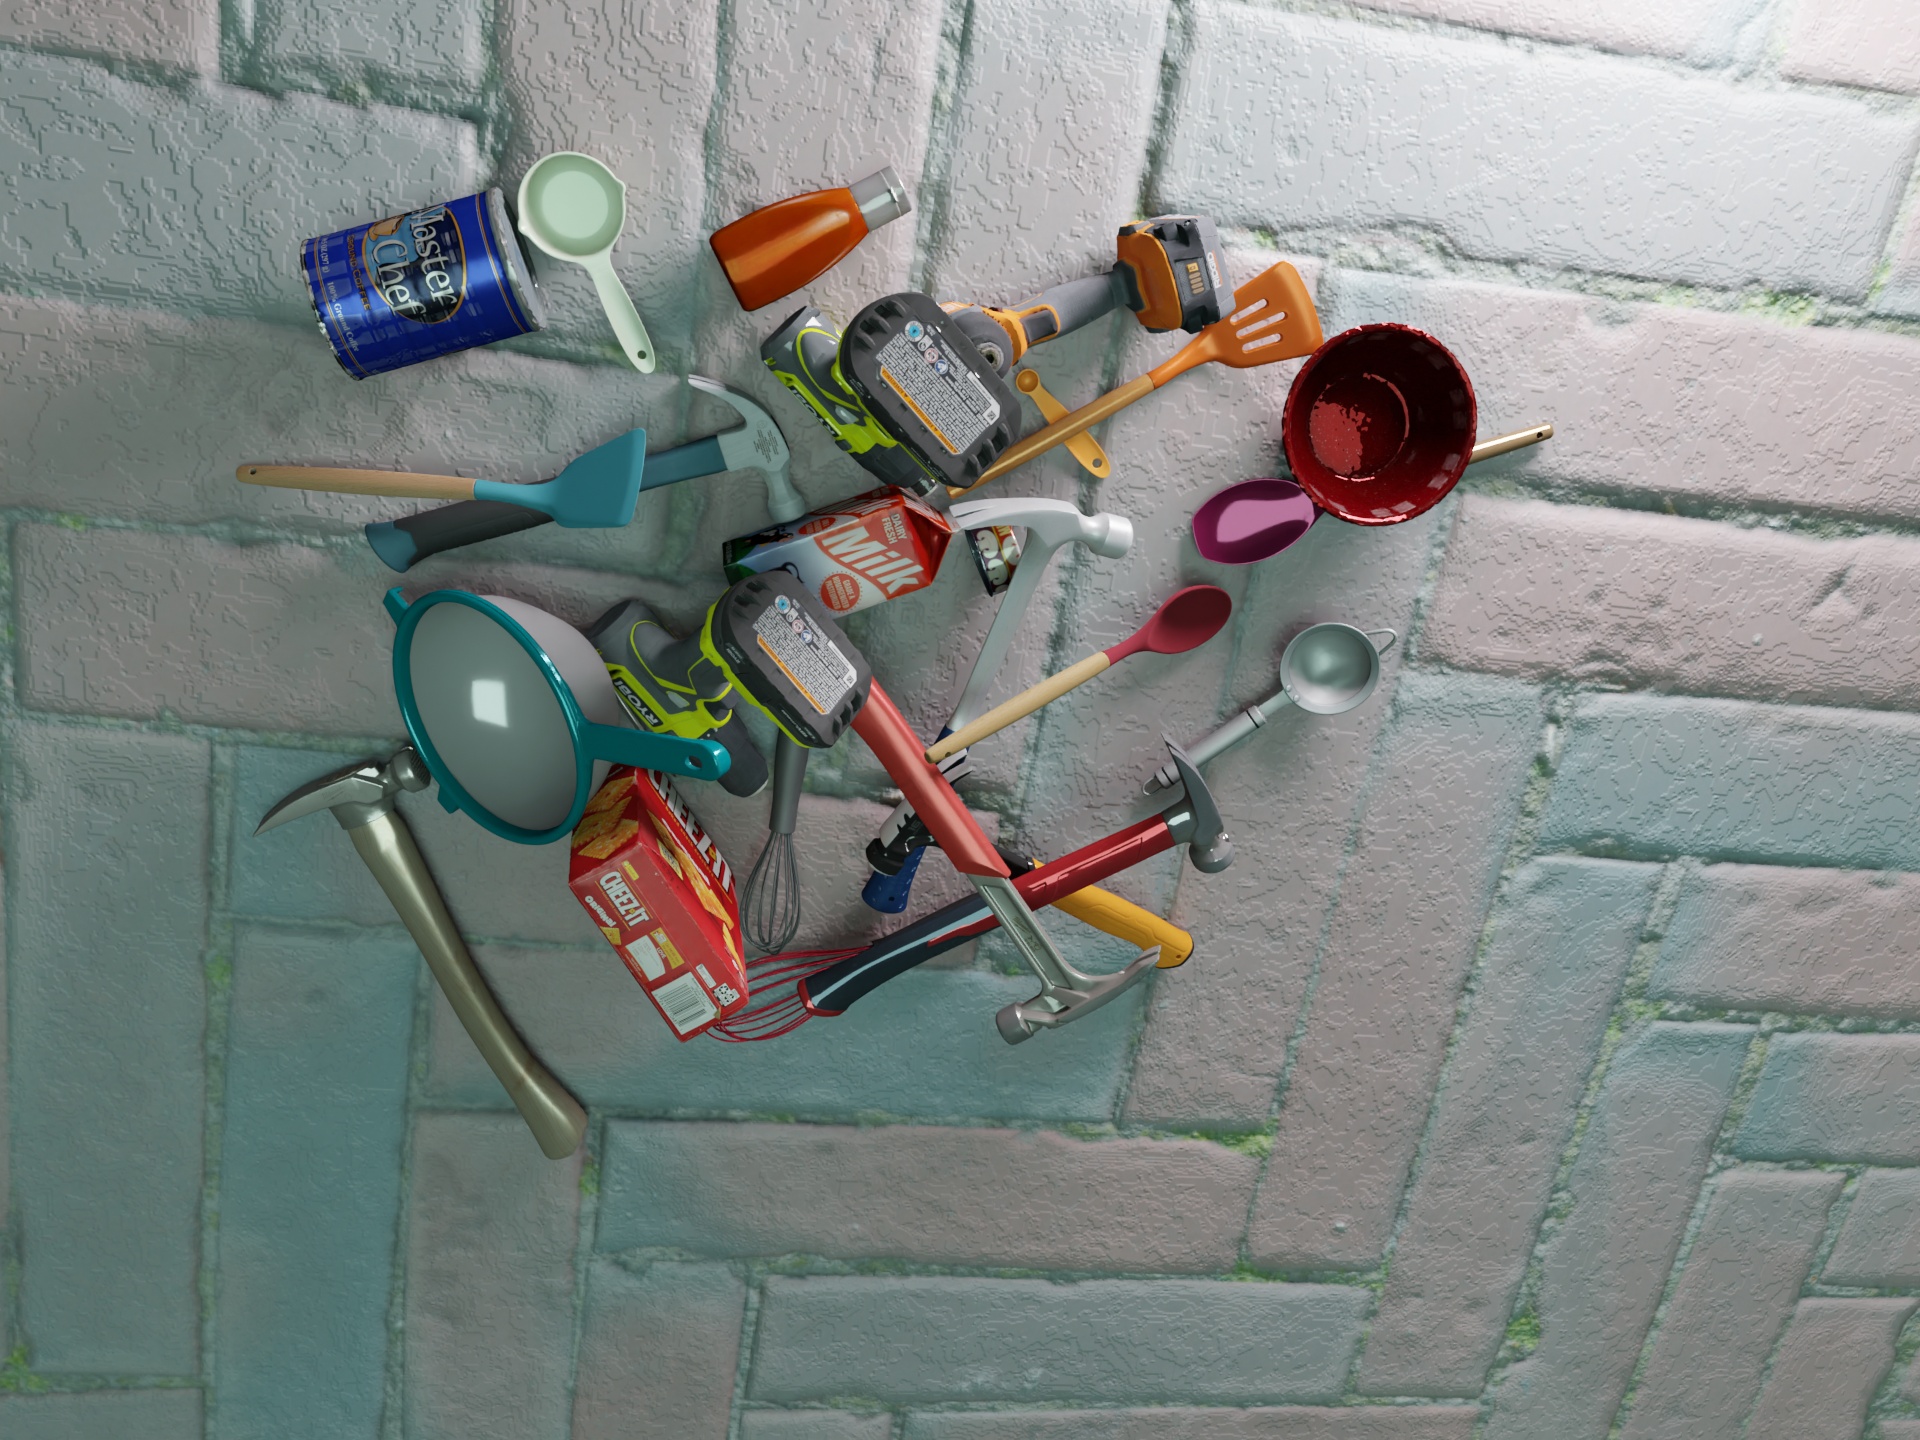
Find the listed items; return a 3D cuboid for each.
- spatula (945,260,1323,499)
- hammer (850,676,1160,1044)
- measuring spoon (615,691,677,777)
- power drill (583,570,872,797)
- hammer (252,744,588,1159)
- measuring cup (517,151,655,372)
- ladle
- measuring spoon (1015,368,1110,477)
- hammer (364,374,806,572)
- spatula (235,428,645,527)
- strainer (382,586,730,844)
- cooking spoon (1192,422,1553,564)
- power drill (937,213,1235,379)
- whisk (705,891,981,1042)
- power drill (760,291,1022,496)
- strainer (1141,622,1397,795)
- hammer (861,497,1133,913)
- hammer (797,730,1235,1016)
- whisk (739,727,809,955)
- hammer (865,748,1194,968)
[{"bbox_3d":[0.133,-0.258,1.268,0.322,0.041,0.081,-29,113,-1],"label":"spatula"},{"bbox_3d":[0.006,0.087,1.271,0.149,0.037,0.359,-32,98,17],"label":"hammer"},{"bbox_3d":[-0.266,-0.006,1.319,0.018,0.034,0.124,-39,109,-18],"label":"measuring spoon"},{"bbox_3d":[-0.175,-0.022,1.239,0.190,0.228,0.080,51,55,-22],"label":"power drill"},{"bbox_3d":[-0.443,0.222,1.373,0.146,0.038,0.410,-22,113,1],"label":"hammer"},{"bbox_3d":[-0.267,-0.339,1.182,0.083,0.038,0.167,-23,115,0],"label":"measuring cup"},{"bbox_3d":[0.098,-0.037,1.297,0.315,0.031,0.069,-28,139,-27],"label":"ladle"},{"bbox_3d":[0.084,-0.240,1.292,0.021,0.011,0.116,-43,115,4],"label":"measuring spoon"},{"bbox_3d":[-0.296,-0.177,1.242,0.331,0.033,0.128,-16,114,-3],"label":"hammer"},{"bbox_3d":[-0.391,-0.182,1.192,0.317,0.044,0.082,3,70,3],"label":"spatula"},{"bbox_3d":[-0.285,-0.007,1.209,0.340,0.095,0.210,9,118,33],"label":"strainer"},{"bbox_3d":[0.349,-0.200,1.343,0.319,0.017,0.068,-17,103,-2],"label":"cooking spoon"},{"bbox_3d":[0.082,-0.304,1.183,0.226,0.164,0.084,-20,111,-3],"label":"power drill"},{"bbox_3d":[-0.093,0.214,1.417,0.296,0.073,0.073,-22,113,-7],"label":"whisk"},{"bbox_3d":[-0.049,-0.230,1.158,0.080,0.223,0.171,-47,111,-9],"label":"power drill"},{"bbox_3d":[0.265,-0.010,1.394,0.258,0.050,0.086,-35,106,12],"label":"strainer"},{"bbox_3d":[-0.002,-0.004,1.311,0.144,0.035,0.405,10,121,-24],"label":"hammer"},{"bbox_3d":[0.033,0.143,1.335,0.386,0.038,0.143,-25,126,4],"label":"hammer"},{"bbox_3d":[-0.153,0.091,1.366,0.055,0.055,0.239,6,105,-11],"label":"whisk"},{"bbox_3d":[0.084,0.139,1.390,0.336,0.034,0.127,29,113,-30],"label":"hammer"}]
